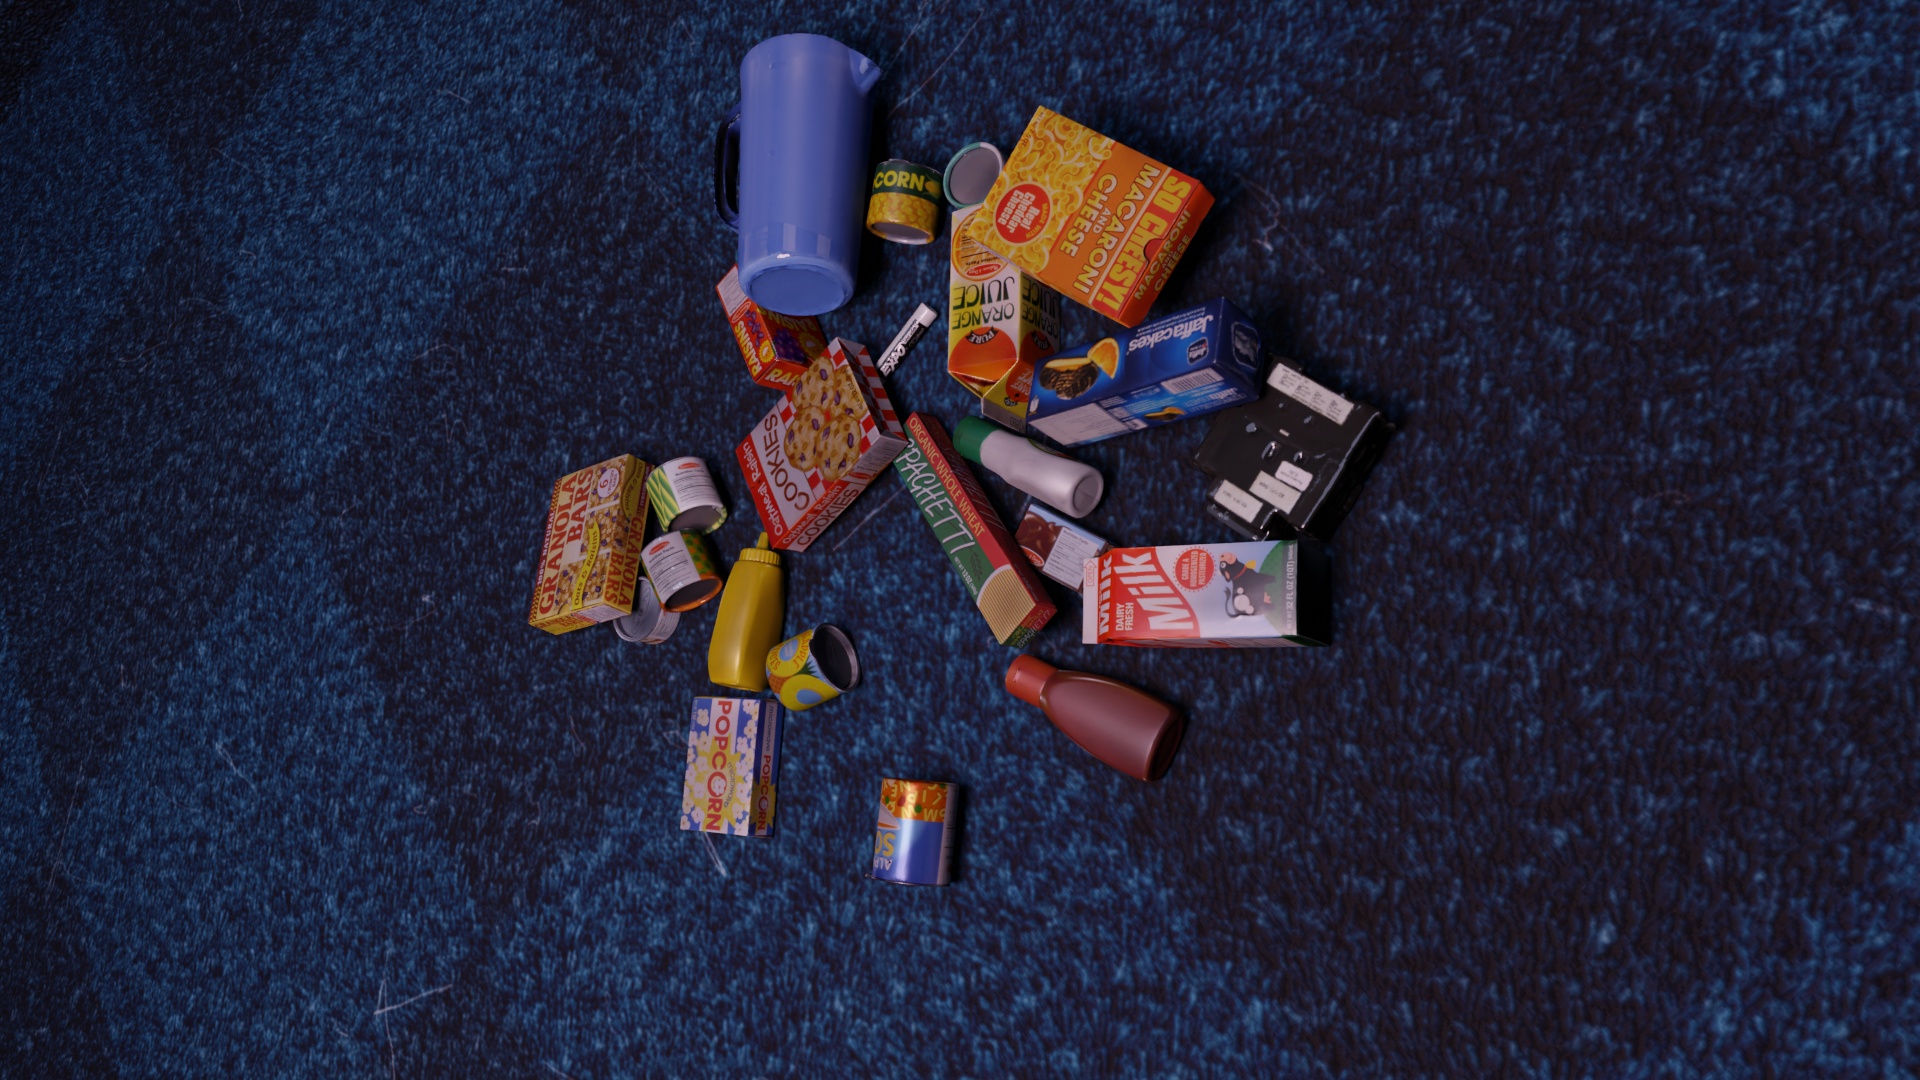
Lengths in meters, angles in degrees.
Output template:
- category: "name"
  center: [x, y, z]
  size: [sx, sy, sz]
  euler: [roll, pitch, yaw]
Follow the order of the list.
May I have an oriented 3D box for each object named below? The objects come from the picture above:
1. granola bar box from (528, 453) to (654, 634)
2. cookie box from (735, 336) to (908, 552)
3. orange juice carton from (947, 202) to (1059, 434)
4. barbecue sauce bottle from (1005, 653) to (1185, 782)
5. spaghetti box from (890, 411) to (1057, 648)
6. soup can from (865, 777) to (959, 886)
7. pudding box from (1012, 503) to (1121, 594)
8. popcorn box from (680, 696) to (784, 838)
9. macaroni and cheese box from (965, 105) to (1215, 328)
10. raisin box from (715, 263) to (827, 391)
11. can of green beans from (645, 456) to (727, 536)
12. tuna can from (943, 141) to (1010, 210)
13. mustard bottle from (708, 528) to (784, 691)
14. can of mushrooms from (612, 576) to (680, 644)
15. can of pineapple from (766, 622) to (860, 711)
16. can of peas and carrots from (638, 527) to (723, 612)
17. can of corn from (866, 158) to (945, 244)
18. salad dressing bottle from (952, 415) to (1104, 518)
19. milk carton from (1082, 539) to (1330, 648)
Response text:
- category: "granola bar box"
  center: [-0.379, 0.004, 1.425]
  size: [0.124, 0.039, 0.166]
  euler: [-15, 60, 36]
- category: "cookie box"
  center: [-0.133, -0.087, 1.292]
  size: [0.166, 0.040, 0.123]
  euler: [-43, 55, 29]
- category: "orange juice carton"
  center: [0.039, -0.193, 1.206]
  size: [0.073, 0.072, 0.193]
  euler: [-6, 76, 32]
- category: "barbecue sauce bottle"
  center: [0.103, 0.134, 1.109]
  size: [0.149, 0.043, 0.065]
  euler: [24, 93, 35]
- category: "spaghetti box"
  center: [0.004, -0.015, 1.189]
  size: [0.050, 0.029, 0.251]
  euler: [-51, 49, 24]
- category: "soup can"
  center: [-0.040, 0.243, 1.161]
  size: [0.071, 0.071, 0.084]
  euler: [0, 79, 33]
- category: "pudding box"
  center: [0.086, 0.008, 1.156]
  size: [0.084, 0.030, 0.049]
  euler: [28, 96, 34]
- category: "popcorn box"
  center: [-0.213, 0.210, 1.297]
  size: [0.085, 0.038, 0.127]
  euler: [-2, 78, 32]
- category: "macaroni and cheese box"
  center: [0.101, -0.260, 1.118]
  size: [0.167, 0.040, 0.123]
  euler: [35, 99, 30]
- category: "raisin box"
  center: [-0.175, -0.201, 1.335]
  size: [0.040, 0.086, 0.124]
  euler: [-39, 61, 28]
- category: "can of green beans"
  center: [-0.270, -0.041, 1.374]
  size: [0.071, 0.071, 0.058]
  euler: [-37, 63, 21]
- category: "tuna can"
  center: [0.018, -0.327, 1.273]
  size: [0.071, 0.033, 0.071]
  euler: [-8, 75, 31]
- category: "mustard bottle"
  center: [-0.195, 0.060, 1.308]
  size: [0.049, 0.065, 0.160]
  euler: [2, 74, 28]
- category: "can of mushrooms"
  center: [-0.317, 0.070, 1.399]
  size: [0.071, 0.033, 0.071]
  euler: [-7, 76, 32]
- category: "can of pineapple"
  center: [-0.134, 0.114, 1.250]
  size: [0.057, 0.071, 0.071]
  euler: [-26, 67, 26]
- category: "can of peas and carrots"
  center: [-0.271, 0.030, 1.358]
  size: [0.070, 0.071, 0.059]
  euler: [-37, 68, 21]
- category: "can of corn"
  center: [-0.052, -0.314, 1.291]
  size: [0.071, 0.071, 0.058]
  euler: [7, 84, 34]
- category: "salad dressing bottle"
  center: [0.054, -0.066, 1.176]
  size: [0.148, 0.064, 0.044]
  euler: [30, 94, 40]
- category: "milk carton"
  center: [0.179, 0.044, 1.063]
  size: [0.190, 0.073, 0.072]
  euler: [-4, 78, 32]
